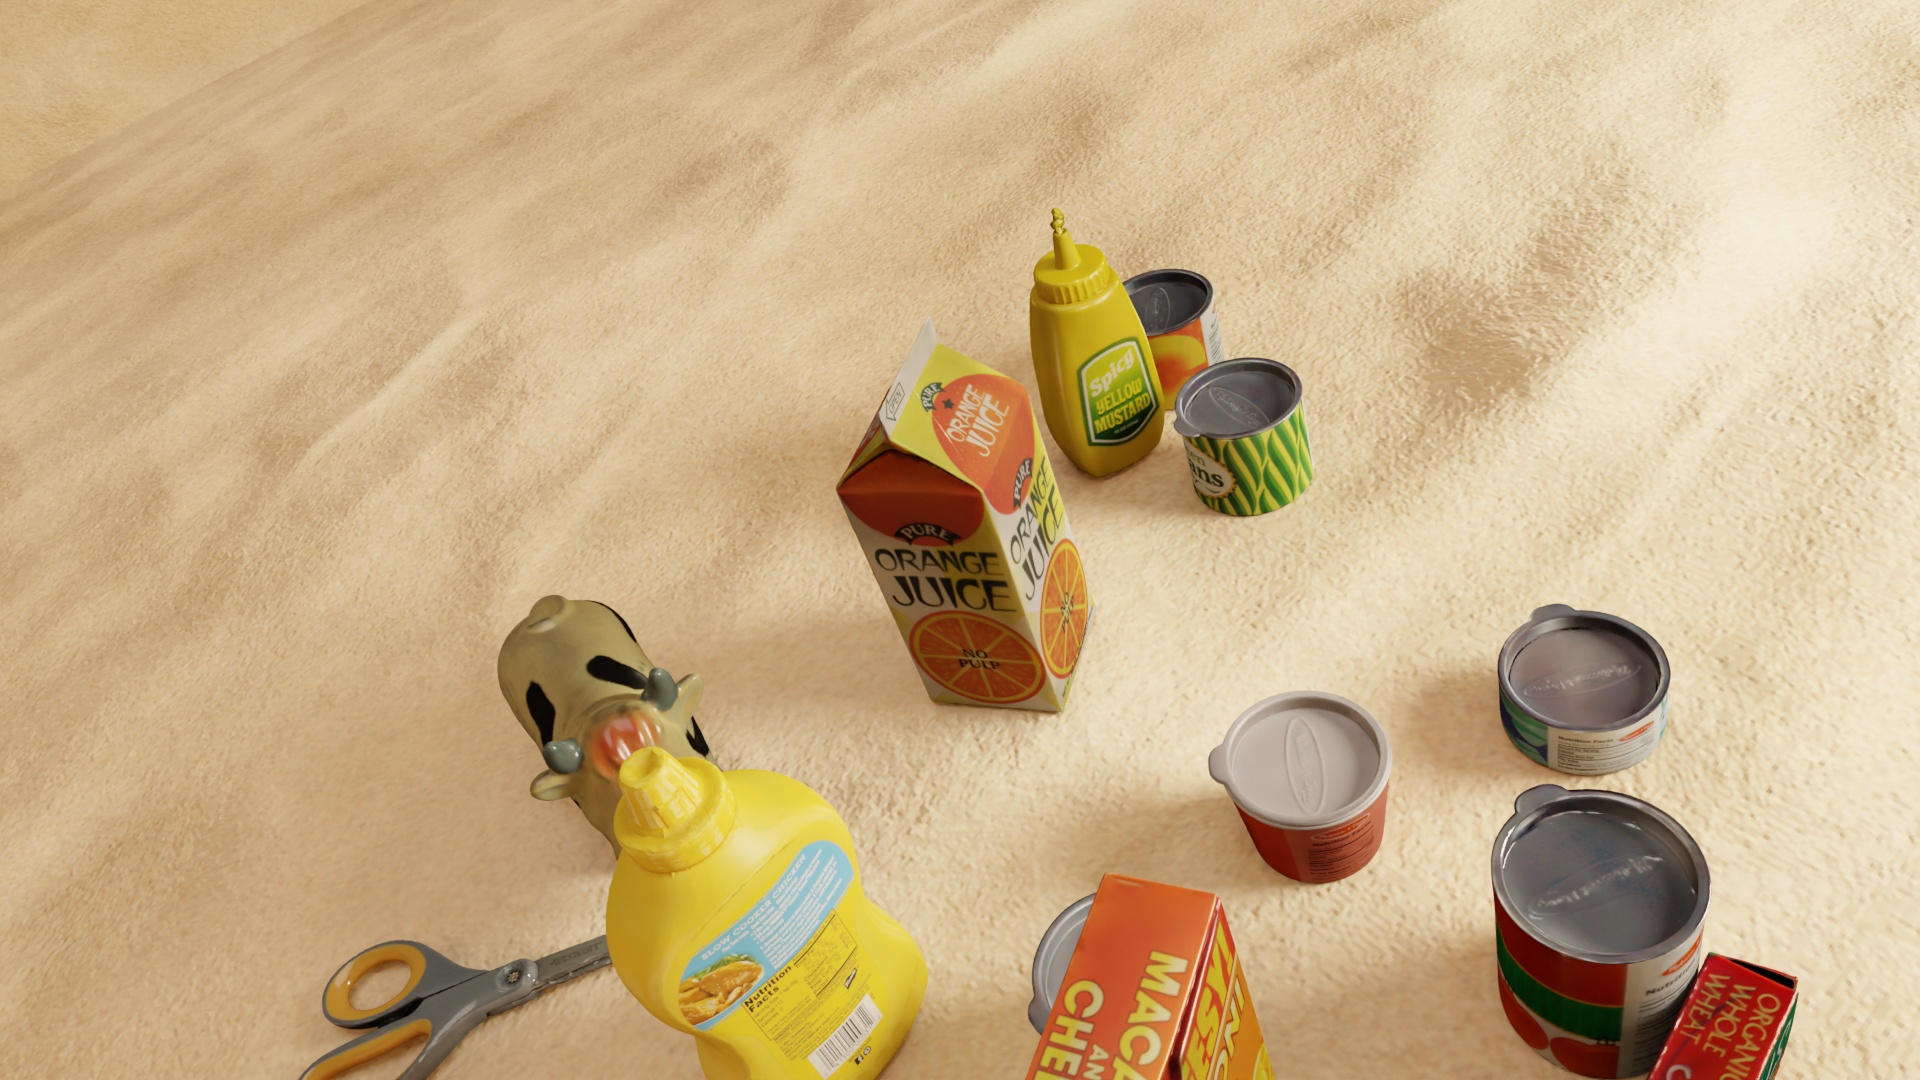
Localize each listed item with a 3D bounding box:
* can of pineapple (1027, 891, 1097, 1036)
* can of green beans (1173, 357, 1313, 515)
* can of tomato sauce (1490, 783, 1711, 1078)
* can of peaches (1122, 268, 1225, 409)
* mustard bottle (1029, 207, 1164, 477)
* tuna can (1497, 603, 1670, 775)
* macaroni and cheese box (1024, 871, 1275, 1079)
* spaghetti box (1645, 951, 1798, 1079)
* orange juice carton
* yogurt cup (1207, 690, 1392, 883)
[{"bbox_3d":[0.064,0.176,0.526,0.071,0.057,0.071,-12,41,11],"label":"can of pineapple"},{"bbox_3d":[0.152,-0.055,0.743,0.071,0.057,0.071,-12,41,11],"label":"can of green beans"},{"bbox_3d":[0.220,0.137,0.485,0.071,0.082,0.071,-12,41,11],"label":"can of tomato sauce"},{"bbox_3d":[0.119,-0.119,0.826,0.071,0.057,0.071,-12,41,11],"label":"can of peaches"},{"bbox_3d":[0.069,-0.109,0.758,0.065,0.159,0.049,-31,41,-12],"label":"mustard bottle"},{"bbox_3d":[0.262,0.062,0.587,0.071,0.032,0.071,-12,41,11],"label":"tuna can"},{"bbox_3d":[0.059,0.199,0.419,0.040,0.165,0.124,5,47,28],"label":"macaroni and cheese box"},{"bbox_3d":[0.190,0.234,0.415,0.029,0.050,0.251,21,55,38],"label":"spaghetti box"},{"bbox_3d":[0.002,-0.008,0.650,0.073,0.191,0.072,1,45,24],"label":"orange juice carton"},{"bbox_3d":[0.145,0.104,0.574,0.072,0.053,0.073,-12,41,11],"label":"yogurt cup"}]
